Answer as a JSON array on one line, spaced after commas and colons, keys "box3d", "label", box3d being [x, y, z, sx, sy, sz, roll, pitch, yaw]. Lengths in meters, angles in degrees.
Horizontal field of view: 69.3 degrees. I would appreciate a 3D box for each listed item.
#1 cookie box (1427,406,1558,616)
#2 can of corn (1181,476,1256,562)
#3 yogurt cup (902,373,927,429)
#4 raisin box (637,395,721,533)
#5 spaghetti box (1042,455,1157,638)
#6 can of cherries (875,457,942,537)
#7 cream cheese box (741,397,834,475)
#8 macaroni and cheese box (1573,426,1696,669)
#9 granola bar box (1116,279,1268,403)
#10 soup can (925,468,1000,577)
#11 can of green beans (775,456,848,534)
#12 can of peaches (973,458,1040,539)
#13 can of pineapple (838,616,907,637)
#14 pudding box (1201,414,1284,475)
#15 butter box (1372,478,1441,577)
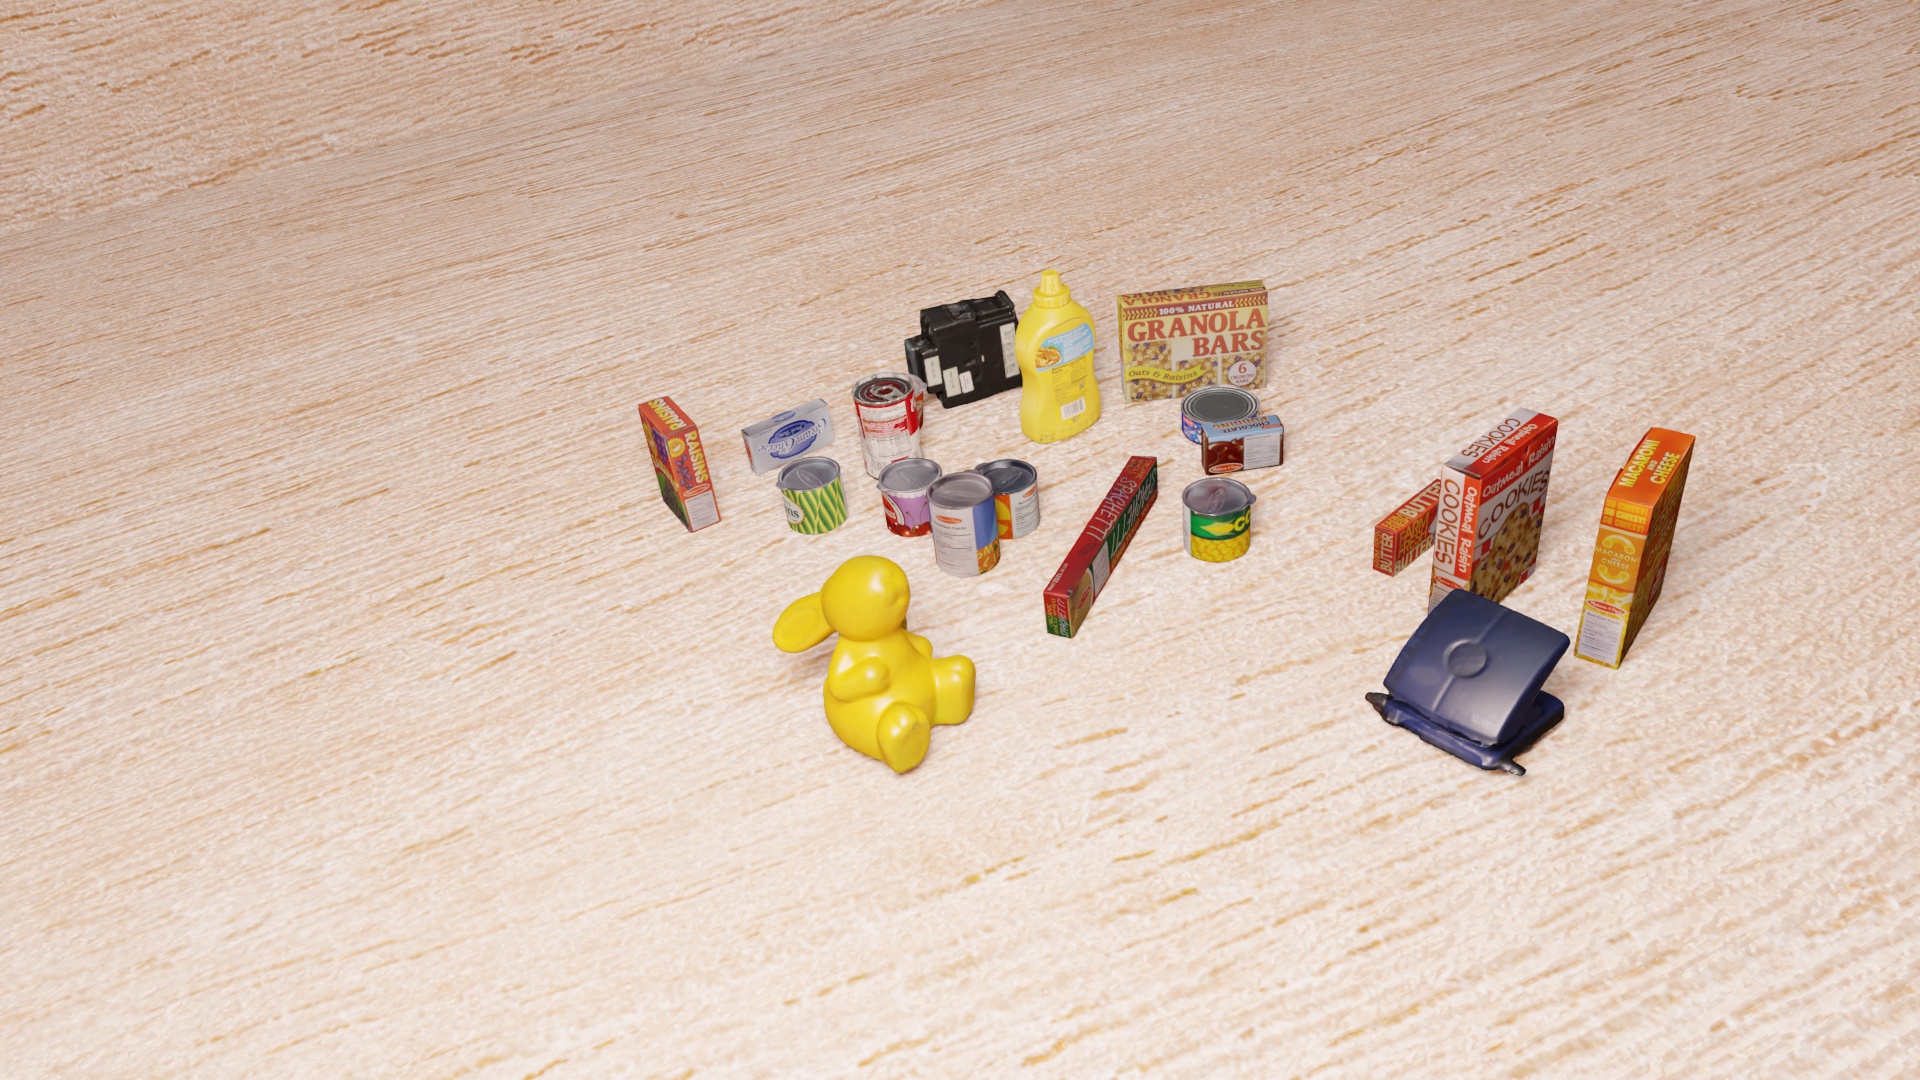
[{"box3d": [0.464, -0.017, 1.211, 0.123, 0.166, 0.040, -32, 41, -31], "label": "cookie box"}, {"box3d": [0.251, -0.020, 1.350, 0.071, 0.058, 0.071, -5, 35, 3], "label": "can of corn"}, {"box3d": [-0.073, -0.155, 1.607, 0.072, 0.053, 0.073, -5, 35, 3], "label": "yogurt cup"}, {"box3d": [-0.301, -0.082, 1.483, 0.040, 0.122, 0.086, -23, 37, -21], "label": "raisin box"}, {"box3d": [0.140, 0.000, 1.349, 0.029, 0.050, 0.251, 10, 38, 24], "label": "spaghetti box"}, {"box3d": [-0.051, -0.044, 1.439, 0.071, 0.058, 0.072, -5, 35, 3], "label": "can of cherries"}, {"box3d": [-0.195, -0.118, 1.577, 0.104, 0.053, 0.024, -26, 39, -25], "label": "cream cheese box"}, {"box3d": [0.563, 0.006, 1.162, 0.040, 0.165, 0.124, 19, 43, 33], "label": "macaroni and cheese box"}, {"box3d": [0.266, -0.227, 1.587, 0.166, 0.123, 0.039, -6, 34, 1], "label": "granola bar box"}, {"box3d": [0.005, -0.017, 1.369, 0.071, 0.083, 0.072, -5, 35, 4], "label": "soup can"}, {"box3d": [-0.155, -0.047, 1.464, 0.071, 0.057, 0.071, -5, 35, 3], "label": "can of green beans"}, {"box3d": [0.046, -0.043, 1.421, 0.071, 0.057, 0.071, -5, 35, 3], "label": "can of peaches"}, {"box3d": [-0.083, 0.063, 1.293, 0.071, 0.057, 0.071, -5, 35, 3], "label": "can of pineapple"}, {"box3d": [0.297, -0.101, 1.466, 0.084, 0.049, 0.030, -8, 35, -2], "label": "pudding box"}, {"box3d": [0.429, -0.012, 1.311, 0.104, 0.052, 0.024, -31, 41, -31], "label": "butter box"}]
